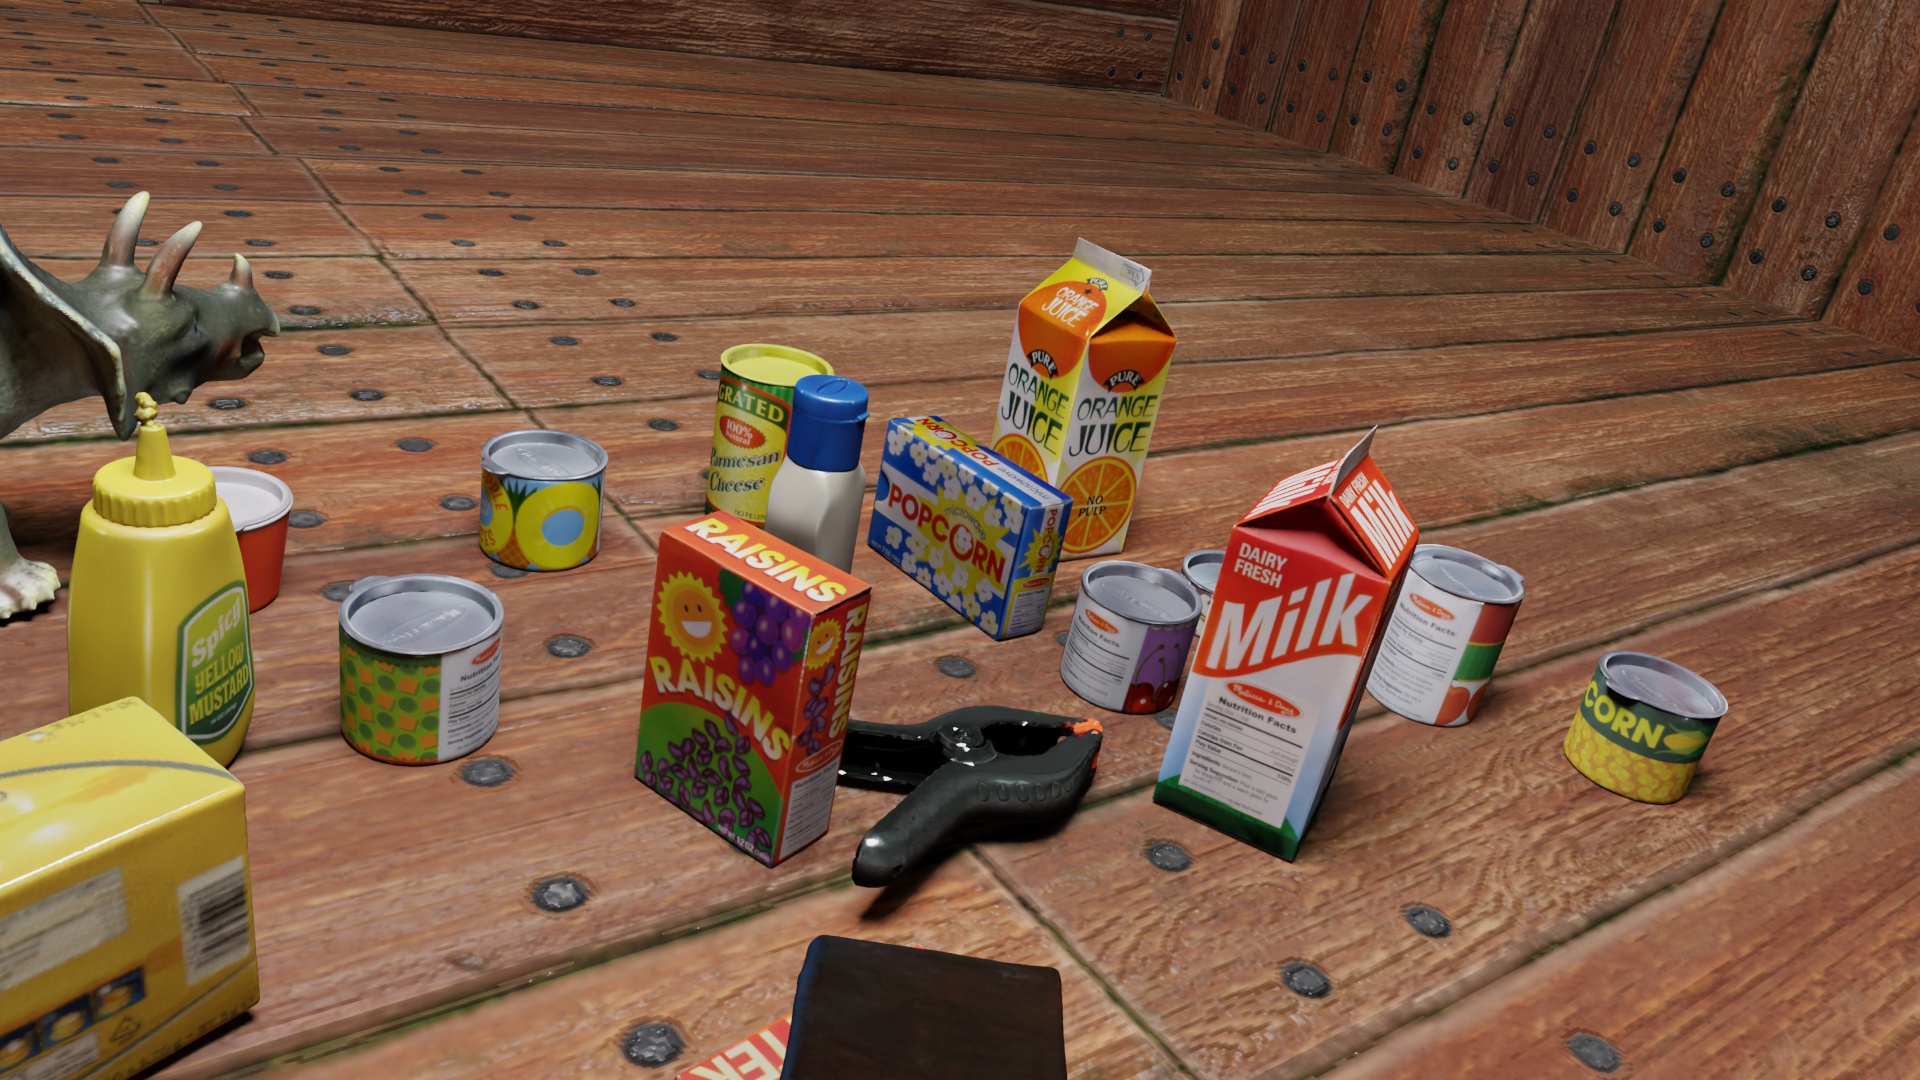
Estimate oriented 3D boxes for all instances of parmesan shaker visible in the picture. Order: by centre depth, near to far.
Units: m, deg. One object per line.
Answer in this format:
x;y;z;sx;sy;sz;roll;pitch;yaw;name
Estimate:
-0.114;-0.058;0.836;0.071;0.102;0.071;9;25;-4;parmesan shaker

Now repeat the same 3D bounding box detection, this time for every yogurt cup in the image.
-0.358;0.002;0.668;0.072;0.053;0.073;9;25;-4;yogurt cup

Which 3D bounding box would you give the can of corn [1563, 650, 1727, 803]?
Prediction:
0.372;0.102;0.761;0.071;0.058;0.071;9;25;-4;can of corn

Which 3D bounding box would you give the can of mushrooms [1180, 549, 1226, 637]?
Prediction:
0.164;0.036;0.839;0.071;0.033;0.071;9;25;-4;can of mushrooms

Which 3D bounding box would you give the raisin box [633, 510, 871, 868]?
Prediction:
-0.088;0.061;0.579;0.086;0.122;0.040;26;29;28;raisin box

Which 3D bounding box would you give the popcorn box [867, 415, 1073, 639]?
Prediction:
0.003;-0.010;0.807;0.038;0.084;0.127;-12;34;-40;popcorn box

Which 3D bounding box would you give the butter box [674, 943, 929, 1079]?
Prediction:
-0.046;0.174;0.444;0.104;0.053;0.024;-15;36;-44;butter box

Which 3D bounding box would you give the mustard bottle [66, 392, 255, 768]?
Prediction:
-0.304;0.020;0.528;0.049;0.159;0.065;13;25;3;mustard bottle

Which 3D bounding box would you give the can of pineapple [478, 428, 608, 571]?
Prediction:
-0.232;-0.023;0.766;0.071;0.057;0.071;9;25;-4;can of pineapple

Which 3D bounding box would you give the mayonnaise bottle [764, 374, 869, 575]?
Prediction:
-0.075;-0.009;0.699;0.041;0.147;0.065;19;26;15;mayonnaise bottle

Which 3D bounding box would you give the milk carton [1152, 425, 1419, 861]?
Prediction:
0.155;0.042;0.641;0.073;0.189;0.072;21;27;20;milk carton

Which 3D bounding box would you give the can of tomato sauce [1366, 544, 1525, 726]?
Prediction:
0.275;0.054;0.792;0.071;0.082;0.071;9;25;-4;can of tomato sauce

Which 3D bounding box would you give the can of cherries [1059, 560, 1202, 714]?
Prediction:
0.093;0.051;0.749;0.071;0.058;0.072;9;25;-4;can of cherries

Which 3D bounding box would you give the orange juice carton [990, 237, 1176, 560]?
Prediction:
0.075;-0.088;0.873;0.073;0.191;0.072;-7;31;-34;orange juice carton

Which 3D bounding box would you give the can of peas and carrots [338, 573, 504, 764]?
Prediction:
-0.236;0.055;0.604;0.071;0.058;0.071;9;25;-4;can of peas and carrots
